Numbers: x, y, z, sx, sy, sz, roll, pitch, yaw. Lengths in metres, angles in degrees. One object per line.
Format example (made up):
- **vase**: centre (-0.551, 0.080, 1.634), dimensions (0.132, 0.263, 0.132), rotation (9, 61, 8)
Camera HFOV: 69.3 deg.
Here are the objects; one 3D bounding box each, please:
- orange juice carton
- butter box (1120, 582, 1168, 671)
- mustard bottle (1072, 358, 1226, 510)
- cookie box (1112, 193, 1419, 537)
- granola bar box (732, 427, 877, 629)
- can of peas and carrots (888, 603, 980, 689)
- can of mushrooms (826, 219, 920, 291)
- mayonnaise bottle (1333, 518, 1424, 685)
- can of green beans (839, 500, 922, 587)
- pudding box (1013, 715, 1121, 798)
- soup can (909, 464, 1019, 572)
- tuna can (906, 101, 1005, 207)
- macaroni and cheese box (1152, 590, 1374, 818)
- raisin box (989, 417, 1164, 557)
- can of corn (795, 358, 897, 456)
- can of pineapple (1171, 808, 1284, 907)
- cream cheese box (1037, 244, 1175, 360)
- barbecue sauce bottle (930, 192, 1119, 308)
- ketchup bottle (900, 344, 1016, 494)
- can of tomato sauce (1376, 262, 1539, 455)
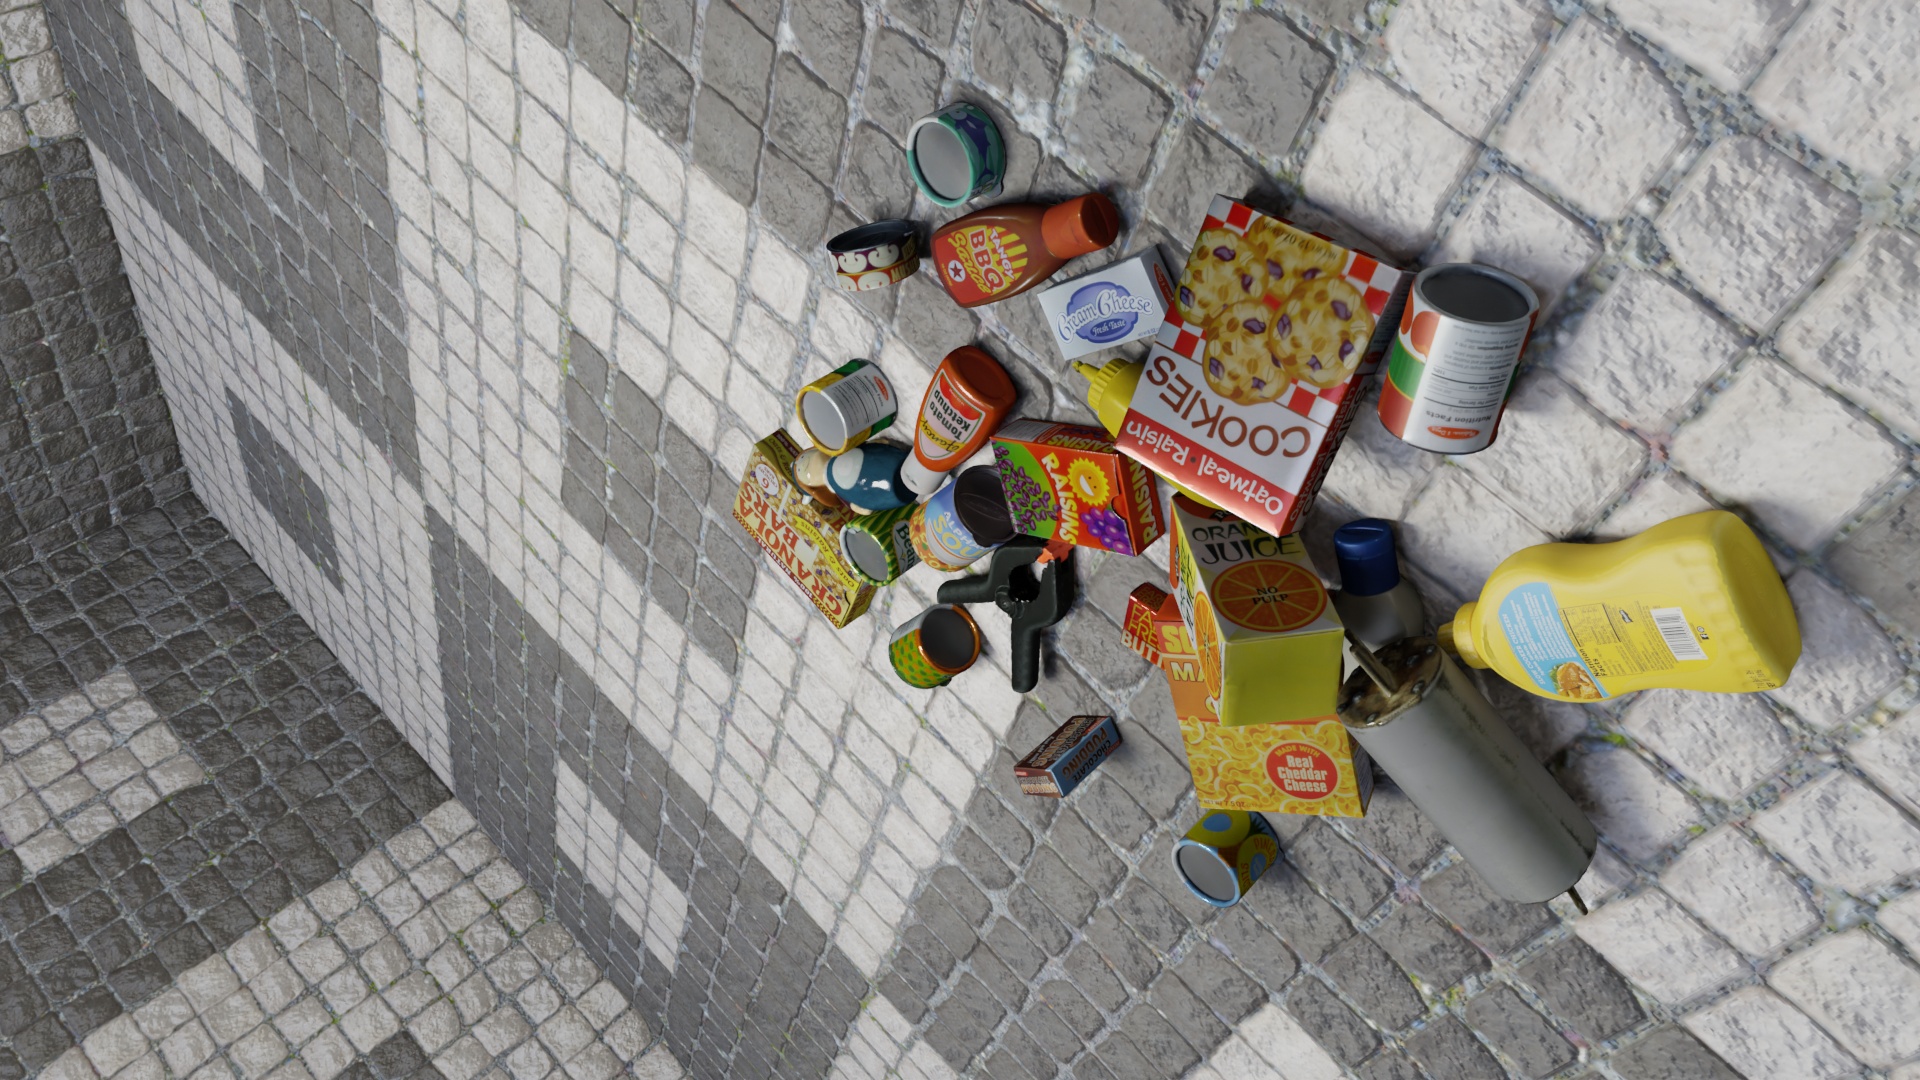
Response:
- **orange juice carton**: centre (0.182, 0.027, 0.899), dimensions (0.193, 0.073, 0.071), rotation (-99, 2, -53)
- **butter box**: centre (0.170, 0.079, 1.050), dimensions (0.104, 0.024, 0.052), rotation (34, 139, 27)
- **mustard bottle**: centre (0.133, -0.082, 0.926), dimensions (0.160, 0.065, 0.048), rotation (36, 144, 27)
- **cookie box**: centre (0.177, -0.103, 0.823), dimensions (0.123, 0.040, 0.166), rotation (32, 114, 28)
- **granola bar box**: centre (-0.145, -0.009, 1.335), dimensions (0.166, 0.039, 0.123), rotation (46, 144, 13)
- **can of peas and carrots**: centre (-0.022, 0.098, 1.255), dimensions (0.071, 0.071, 0.058), rotation (55, 145, 0)
- **can of mushrooms**: centre (-0.063, -0.215, 1.046), dimensions (0.071, 0.071, 0.033), rotation (14, 129, 43)
- **mayonnaise bottle**: centre (0.273, 0.059, 0.899), dimensions (0.064, 0.041, 0.147), rotation (4, 120, 41)
- **can of green beans**: centre (-0.065, 0.000, 1.231), dimensions (0.071, 0.058, 0.071), rotation (30, 138, 31)
- **pudding box**: centre (0.091, 0.183, 1.176), dimensions (0.049, 0.084, 0.030), rotation (-6, 113, 52)
- **soup can**: centre (0.004, -0.014, 1.127), dimensions (0.071, 0.072, 0.083), rotation (55, 146, 0)
- **tuna can**: centre (-0.003, -0.264, 0.962), dimensions (0.071, 0.033, 0.070), rotation (30, 138, 32)
- **macaroni and cheese box**: centre (0.216, 0.117, 0.984), dimensions (0.123, 0.040, 0.165), rotation (-3, 118, 30)
- **raisin box**: centre (0.086, -0.041, 1.036), dimensions (0.123, 0.040, 0.085), rotation (12, 126, 43)
- **can of corn**: centre (-0.098, -0.112, 1.178), dimensions (0.071, 0.058, 0.070), rotation (30, 138, 31)
- **can of pineapple**: centre (0.213, 0.251, 1.112), dimensions (0.071, 0.058, 0.070), rotation (30, 138, 31)
- **cream cheese box**: centre (0.101, -0.158, 0.935), dimensions (0.103, 0.024, 0.053), rotation (-10, 109, 52)
- **barbecue sauce bottle**: centre (0.044, -0.202, 0.949), dimensions (0.148, 0.044, 0.064), rotation (-5, 114, 51)
- **ketchup bottle**: centre (-0.008, -0.089, 1.104), dimensions (0.065, 0.044, 0.148), rotation (48, 145, 9)
- **can of tomato sauce**: centre (0.268, -0.100, 0.753), dimensions (0.071, 0.071, 0.082), rotation (31, 138, 30)
